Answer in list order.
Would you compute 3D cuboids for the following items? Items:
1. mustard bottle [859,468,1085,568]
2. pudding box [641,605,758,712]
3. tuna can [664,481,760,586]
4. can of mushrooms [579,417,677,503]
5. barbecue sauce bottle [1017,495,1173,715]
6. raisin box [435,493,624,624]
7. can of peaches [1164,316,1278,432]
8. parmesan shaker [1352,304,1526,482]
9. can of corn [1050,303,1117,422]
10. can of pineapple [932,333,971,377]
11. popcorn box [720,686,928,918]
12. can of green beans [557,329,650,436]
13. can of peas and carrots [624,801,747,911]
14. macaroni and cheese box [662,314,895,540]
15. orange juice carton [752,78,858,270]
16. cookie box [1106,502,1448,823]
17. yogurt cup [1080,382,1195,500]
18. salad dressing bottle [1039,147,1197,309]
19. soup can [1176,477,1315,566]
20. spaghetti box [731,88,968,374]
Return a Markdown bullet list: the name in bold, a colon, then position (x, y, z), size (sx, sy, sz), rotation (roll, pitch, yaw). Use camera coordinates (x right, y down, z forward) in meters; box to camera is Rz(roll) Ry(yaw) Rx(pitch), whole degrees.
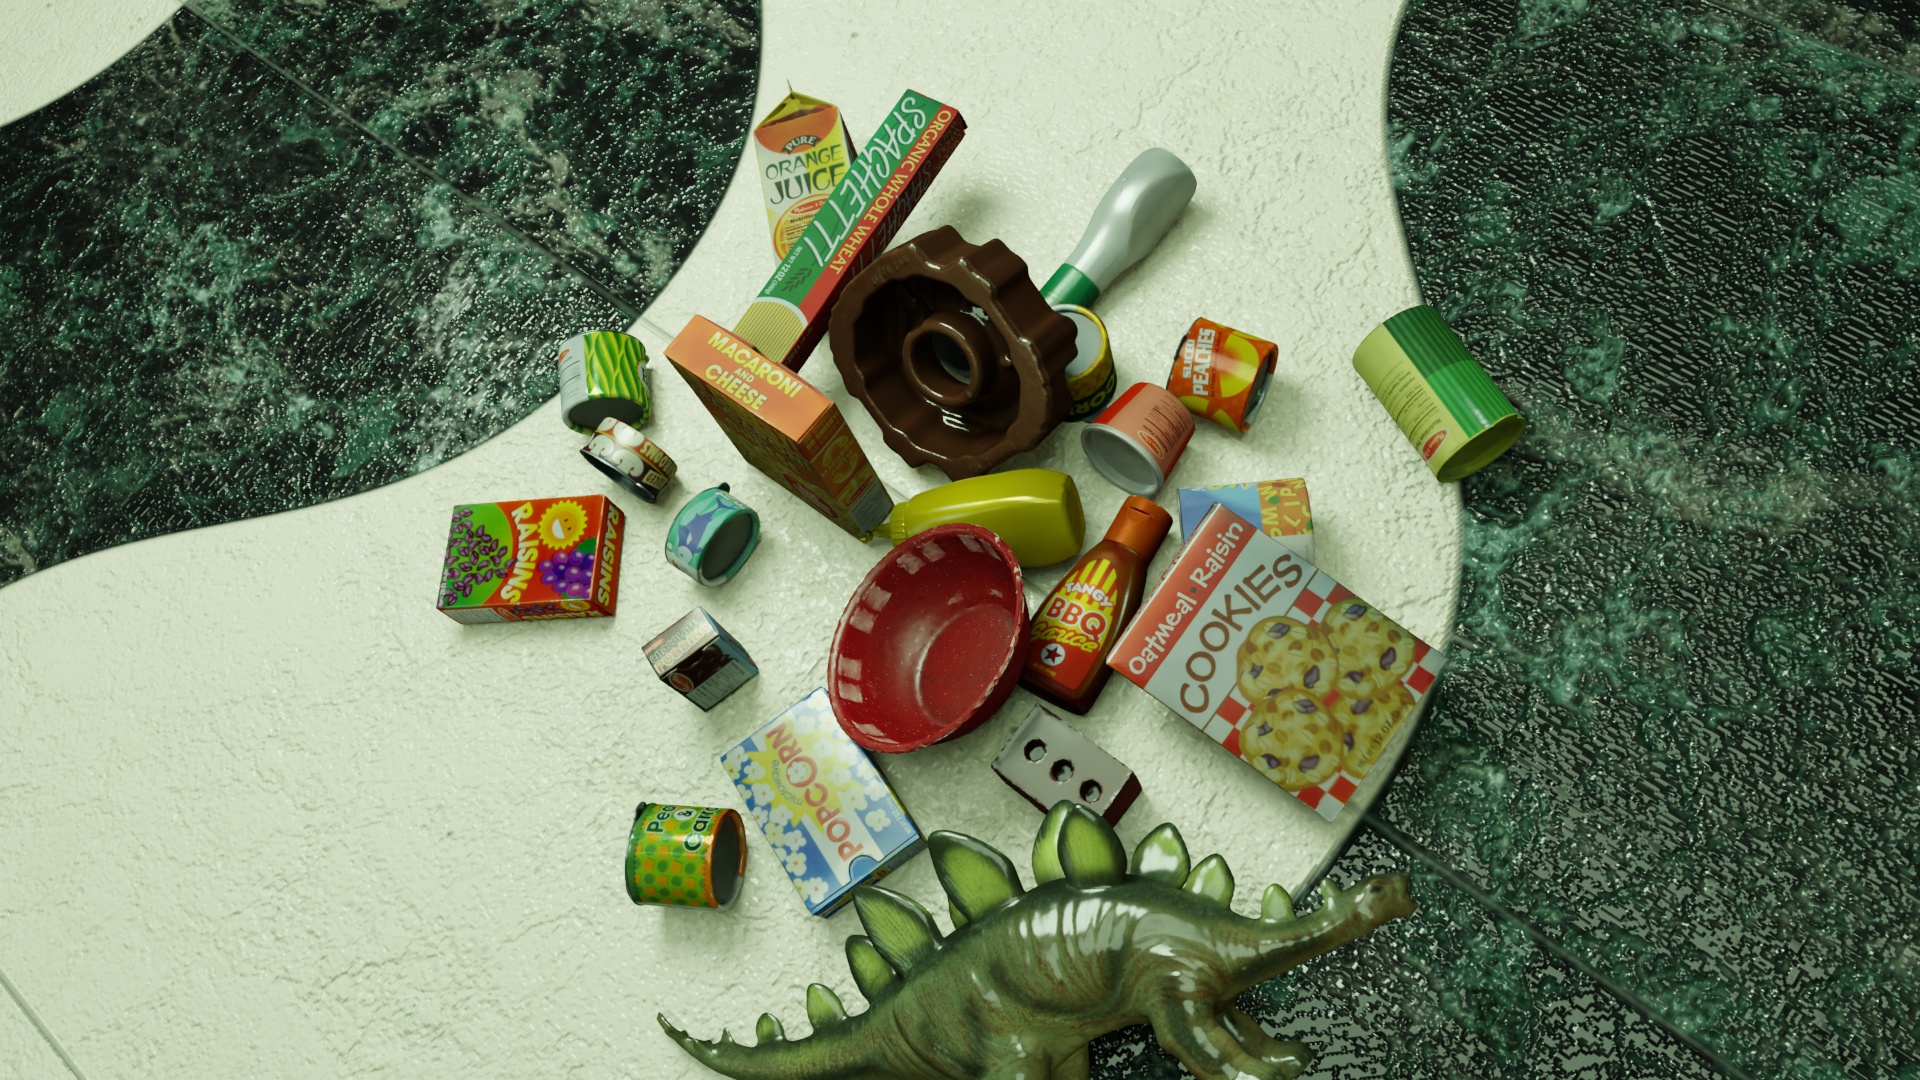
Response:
- **mustard bottle**: position (0.003, -0.012, 0.959), size (0.160, 0.065, 0.049), rotation (-4, 35, 20)
- **pudding box**: position (-0.175, 0.081, 0.945), size (0.050, 0.083, 0.030), rotation (-37, 65, -4)
- **tuna can**: position (-0.175, -0.004, 0.990), size (0.033, 0.071, 0.071), rotation (32, 77, 20)
- **can of mushrooms**: position (-0.243, -0.058, 1.027), size (0.071, 0.071, 0.033), rotation (29, 75, 21)
- **barbecue sauce bottle**: position (0.092, 0.040, 0.929), size (0.065, 0.043, 0.149), rotation (24, 74, 28)
- **raisin box**: position (-0.316, 0.015, 1.027), size (0.123, 0.040, 0.086), rotation (-4, 66, 11)
- **can of peaches**: position (0.181, -0.115, 0.961), size (0.058, 0.071, 0.071), rotation (24, 74, 19)
- **parmesan shaker**: position (0.319, -0.100, 0.926), size (0.071, 0.071, 0.103), rotation (-28, 65, 0)
- **can of corn**: position (0.078, -0.125, 0.993), size (0.071, 0.058, 0.071), rotation (-4, 67, 10)
- **can of pineapple**: position (0.002, -0.163, 1.019), size (0.071, 0.070, 0.058), rotation (35, 79, 22)
- **popcorn box**: position (-0.090, 0.171, 0.915), size (0.085, 0.038, 0.127), rotation (-35, 65, -5)
- **can of green beans**: position (-0.272, -0.119, 1.059), size (0.071, 0.071, 0.058), rotation (-13, 67, 6)
- **can of peas and carrots**: position (-0.177, 0.203, 0.902), size (0.059, 0.070, 0.071), rotation (1, 68, 12)
- **macaroni and cheese box**: position (-0.120, -0.074, 0.953), size (0.124, 0.166, 0.040), rotation (34, 78, 22)
- **orange juice carton**: position (-0.112, -0.266, 1.085), size (0.073, 0.071, 0.193), rotation (-15, 66, 6)
- **cookie box**: position (0.192, 0.073, 0.860), size (0.167, 0.040, 0.123), rotation (35, 92, 6)
- **yogurt cup**: position (0.125, -0.072, 0.959), size (0.072, 0.072, 0.054), rotation (33, 70, 22)
- **salad dressing bottle**: position (0.112, -0.221, 1.027), size (0.044, 0.064, 0.147), rotation (38, 87, 31)
- **soup can**: position (0.187, -0.008, 0.917), size (0.084, 0.071, 0.071), rotation (-6, 67, 9)
- **spaghetti box**: position (-0.082, -0.219, 1.003), size (0.050, 0.028, 0.250), rotation (28, 77, 20)
